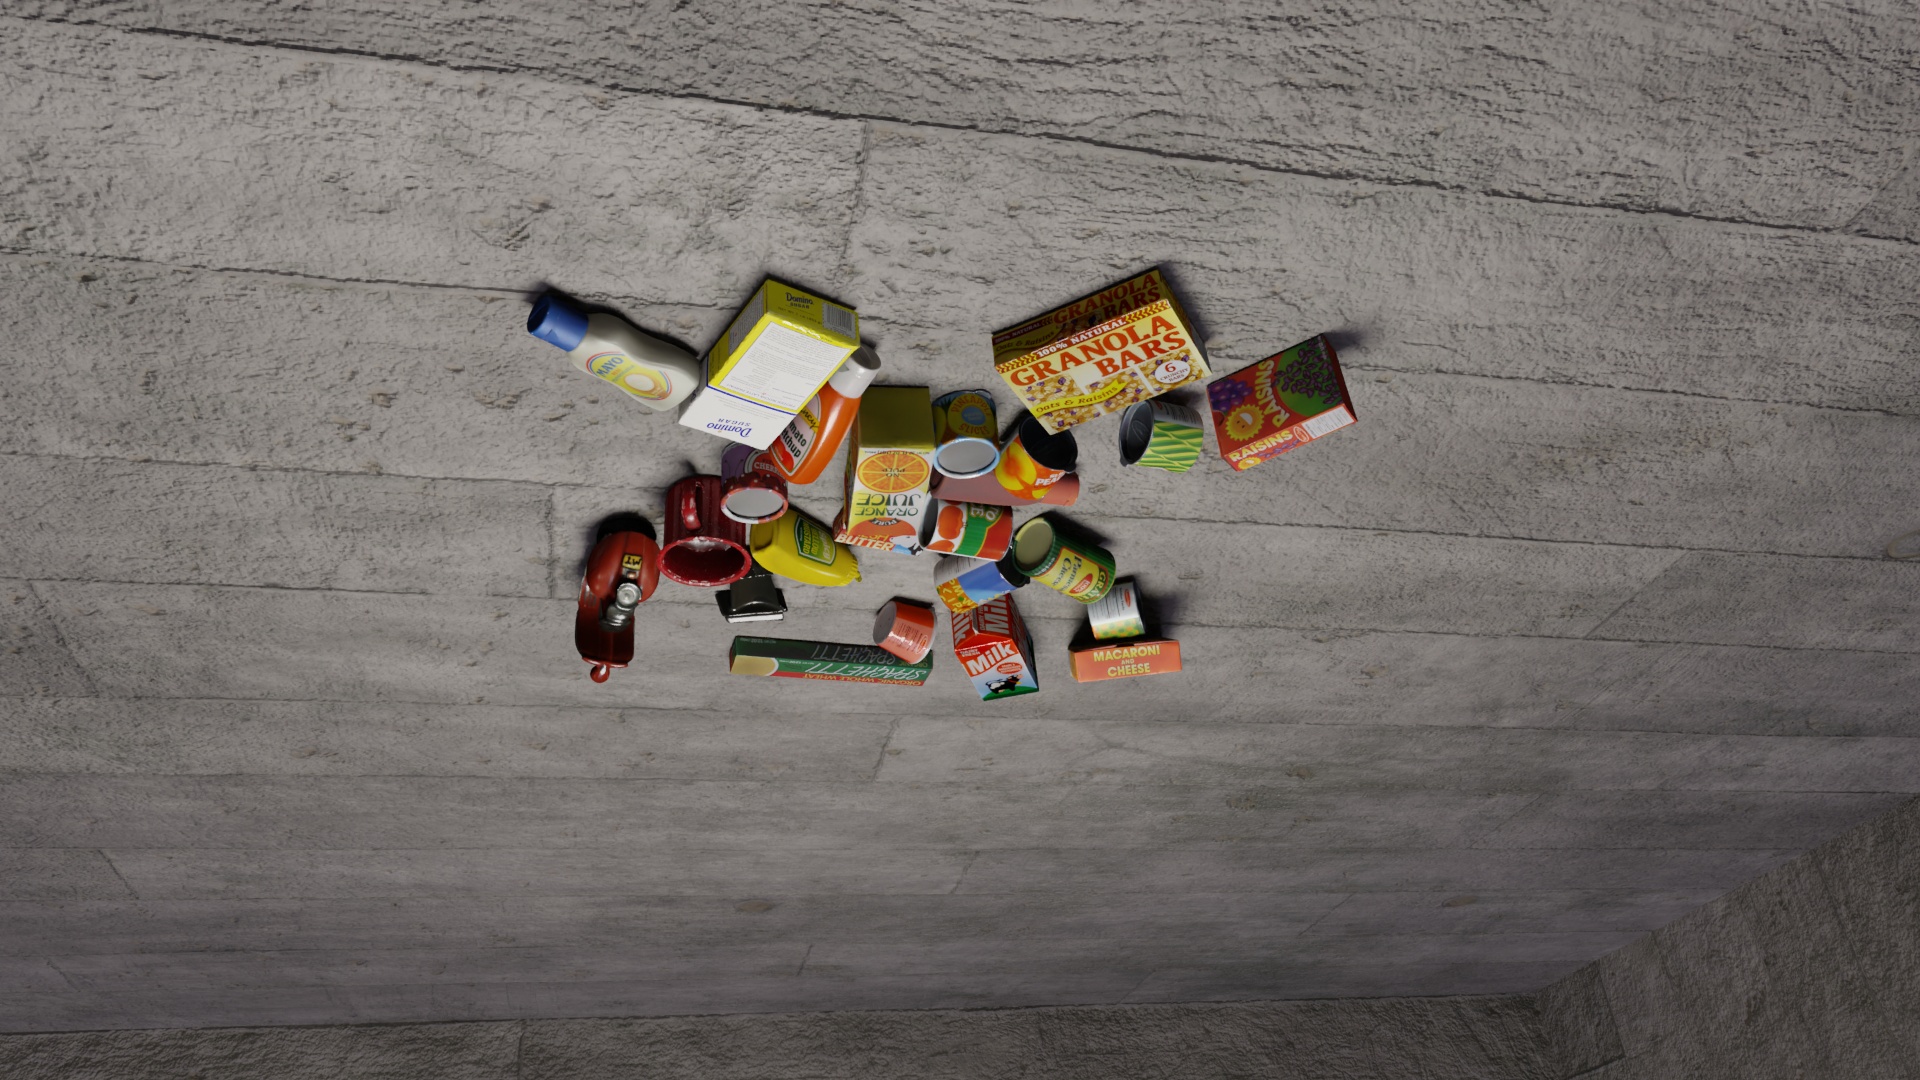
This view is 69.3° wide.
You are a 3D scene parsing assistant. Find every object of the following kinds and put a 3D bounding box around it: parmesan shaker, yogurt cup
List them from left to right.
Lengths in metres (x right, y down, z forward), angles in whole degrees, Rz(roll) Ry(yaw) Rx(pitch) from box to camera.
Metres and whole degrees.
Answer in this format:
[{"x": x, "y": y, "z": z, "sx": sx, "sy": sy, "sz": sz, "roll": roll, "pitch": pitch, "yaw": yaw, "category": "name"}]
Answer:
[{"x": -0.067, "y": 0.105, "z": 1.632, "sx": 0.054, "sy": 0.073, "sz": 0.072, "roll": 24, "pitch": 138, "yaw": -25, "category": "yogurt cup"}, {"x": 0.111, "y": 0.024, "z": 1.529, "sx": 0.103, "sy": 0.071, "sz": 0.071, "roll": 25, "pitch": 136, "yaw": -38, "category": "parmesan shaker"}]

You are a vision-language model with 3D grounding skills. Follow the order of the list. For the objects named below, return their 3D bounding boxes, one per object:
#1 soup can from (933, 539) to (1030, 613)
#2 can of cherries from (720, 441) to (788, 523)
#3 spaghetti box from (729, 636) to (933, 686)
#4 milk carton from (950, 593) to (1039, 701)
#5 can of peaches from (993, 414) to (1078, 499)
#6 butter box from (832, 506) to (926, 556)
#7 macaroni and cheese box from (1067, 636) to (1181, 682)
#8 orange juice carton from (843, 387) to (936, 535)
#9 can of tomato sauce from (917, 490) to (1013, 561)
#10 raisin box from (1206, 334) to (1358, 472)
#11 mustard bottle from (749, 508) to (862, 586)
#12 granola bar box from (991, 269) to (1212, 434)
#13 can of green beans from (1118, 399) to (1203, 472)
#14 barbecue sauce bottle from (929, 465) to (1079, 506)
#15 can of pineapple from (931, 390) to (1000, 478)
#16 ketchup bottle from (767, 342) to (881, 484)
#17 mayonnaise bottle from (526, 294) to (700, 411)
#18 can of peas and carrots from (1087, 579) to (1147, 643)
[{"x": 0.023, "y": 0.038, "z": 1.537, "sx": 0.083, "sy": 0.071, "sz": 0.071, "roll": -27, "pitch": 141, "yaw": 30, "category": "soup can"}, {"x": -0.201, "y": -0.059, "z": 1.363, "sx": 0.071, "sy": 0.058, "sz": 0.071, "roll": -4, "pitch": 147, "yaw": -2, "category": "can of cherries"}, {"x": -0.158, "y": 0.150, "z": 1.718, "sx": 0.250, "sy": 0.029, "sz": 0.050, "roll": 6, "pitch": 146, "yaw": -16, "category": "spaghetti box"}, {"x": 0.037, "y": 0.118, "z": 1.657, "sx": 0.073, "sy": 0.072, "sz": 0.189, "roll": -12, "pitch": 146, "yaw": 10, "category": "milk carton"}, {"x": 0.074, "y": -0.080, "z": 1.362, "sx": 0.071, "sy": 0.071, "sz": 0.057, "roll": 12, "pitch": 144, "yaw": -25, "category": "can of peaches"}, {"x": -0.080, "y": -0.013, "z": 1.483, "sx": 0.103, "sy": 0.024, "sz": 0.053, "roll": 11, "pitch": 144, "yaw": -24, "category": "butter box"}, {"x": 0.195, "y": 0.143, "z": 1.683, "sx": 0.124, "sy": 0.040, "sz": 0.166, "roll": -7, "pitch": 177, "yaw": 1, "category": "macaroni and cheese box"}, {"x": -0.073, "y": -0.063, "z": 1.362, "sx": 0.072, "sy": 0.073, "sz": 0.191, "roll": 0, "pitch": 147, "yaw": -10, "category": "orange juice carton"}, {"x": 0.005, "y": -0.018, "z": 1.451, "sx": 0.083, "sy": 0.071, "sz": 0.070, "roll": 9, "pitch": 144, "yaw": -20, "category": "can of tomato sauce"}, {"x": 0.300, "y": -0.128, "z": 1.307, "sx": 0.123, "sy": 0.086, "sz": 0.040, "roll": -24, "pitch": 144, "yaw": 26, "category": "raisin box"}, {"x": -0.155, "y": 0.015, "z": 1.484, "sx": 0.048, "sy": 0.065, "sz": 0.160, "roll": -21, "pitch": 150, "yaw": 31, "category": "mustard bottle"}, {"x": 0.129, "y": -0.168, "z": 1.262, "sx": 0.165, "sy": 0.039, "sz": 0.124, "roll": -19, "pitch": 145, "yaw": 21, "category": "granola bar box"}, {"x": 0.195, "y": -0.102, "z": 1.350, "sx": 0.058, "sy": 0.071, "sz": 0.071, "roll": 9, "pitch": 144, "yaw": -22, "category": "can of green beans"}, {"x": 0.047, "y": -0.060, "z": 1.412, "sx": 0.149, "sy": 0.044, "sz": 0.064, "roll": 6, "pitch": 152, "yaw": -19, "category": "barbecue sauce bottle"}, {"x": 0.004, "y": -0.102, "z": 1.328, "sx": 0.071, "sy": 0.058, "sz": 0.070, "roll": -4, "pitch": 147, "yaw": -2, "category": "can of pineapple"}, {"x": -0.124, "y": -0.120, "z": 1.282, "sx": 0.043, "sy": 0.065, "sz": 0.148, "roll": -4, "pitch": 145, "yaw": -44, "category": "ketchup bottle"}, {"x": -0.301, "y": -0.163, "z": 1.202, "sx": 0.064, "sy": 0.041, "sz": 0.148, "roll": -29, "pitch": 141, "yaw": 34, "category": "mayonnaise bottle"}, {"x": 0.185, "y": 0.086, "z": 1.636, "sx": 0.059, "sy": 0.071, "sz": 0.070, "roll": -13, "pitch": 146, "yaw": 12, "category": "can of peas and carrots"}]
